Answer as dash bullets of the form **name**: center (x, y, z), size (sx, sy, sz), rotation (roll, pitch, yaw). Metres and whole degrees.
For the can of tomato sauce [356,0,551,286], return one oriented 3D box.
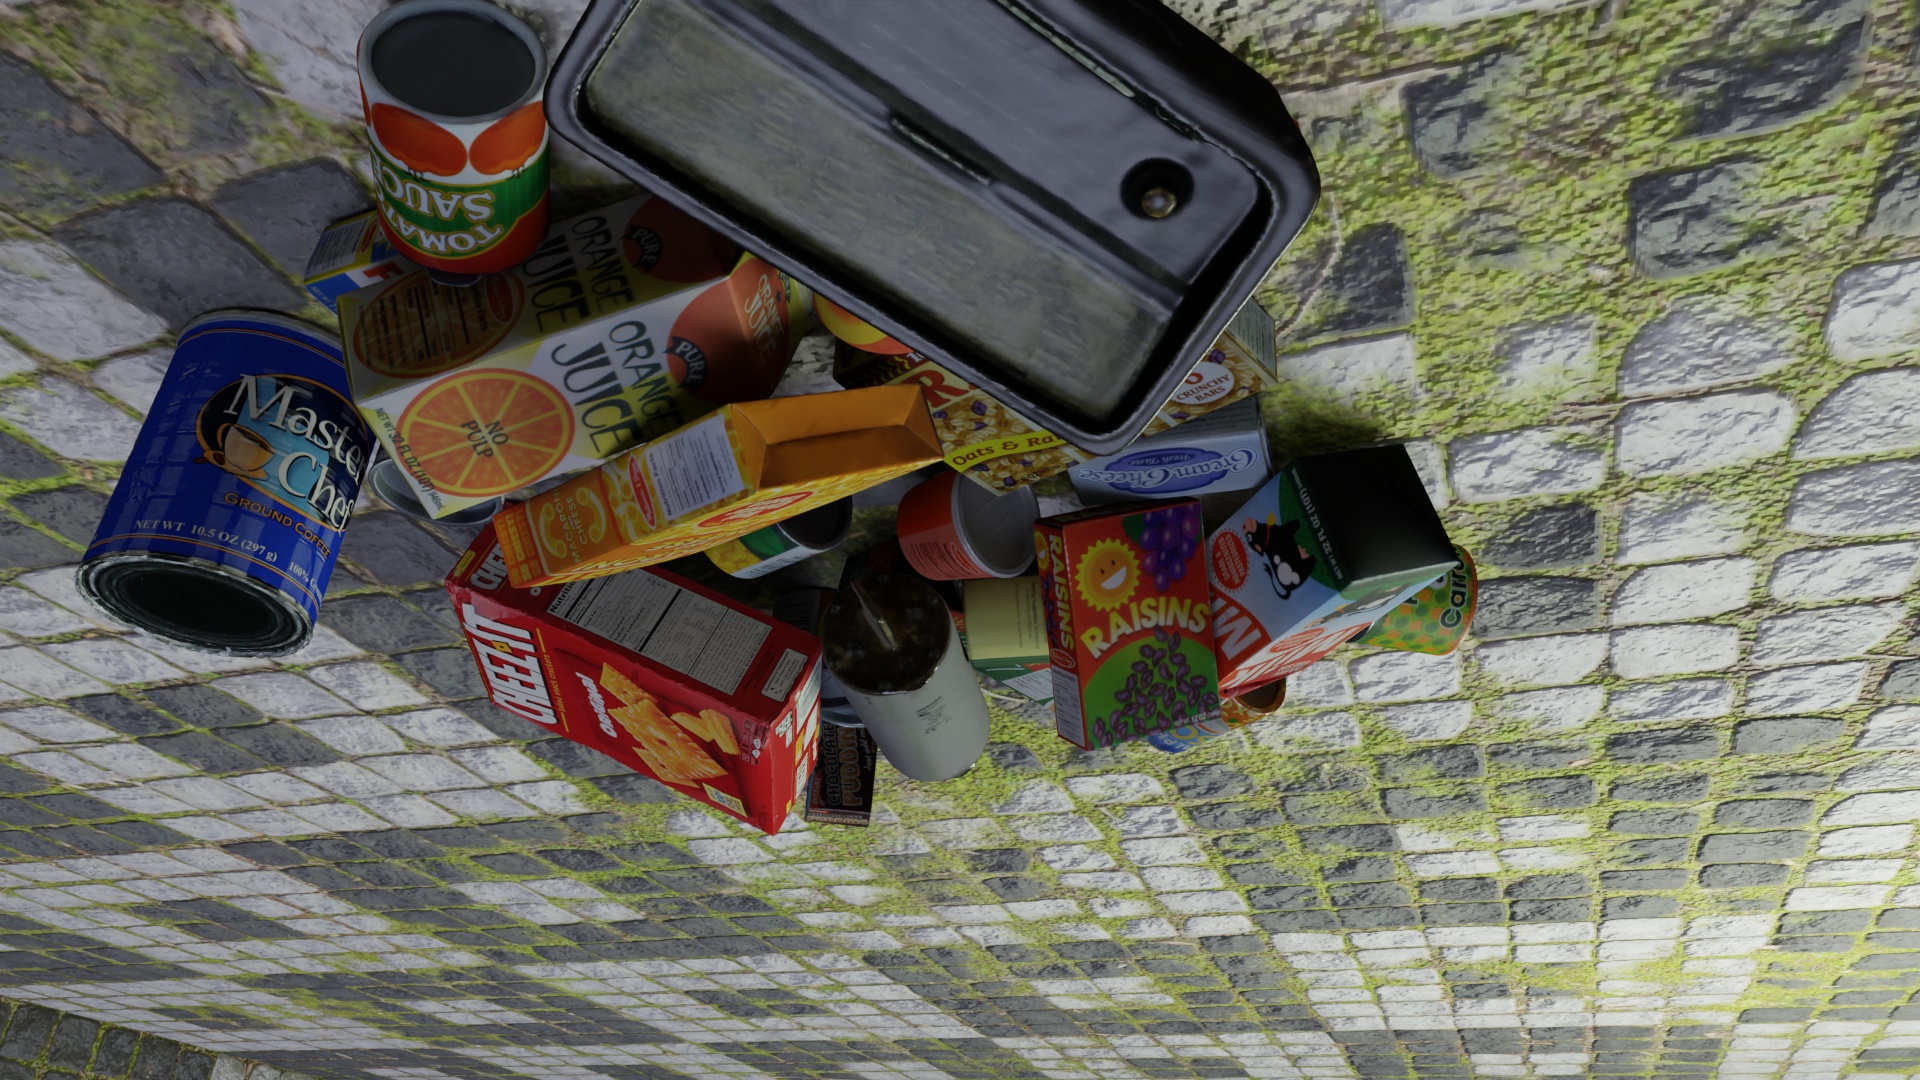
- **can of tomato sauce**: center (-0.190, -0.150, 0.525), size (0.071, 0.071, 0.082), rotation (10, 148, -11)

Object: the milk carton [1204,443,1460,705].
- **milk carton**: center (0.175, 0.027, 0.761), size (0.073, 0.072, 0.189), rotation (-8, 158, -26)

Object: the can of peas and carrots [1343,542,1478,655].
- **can of peas and carrots**: center (0.250, 0.028, 0.782), size (0.059, 0.071, 0.070), rotation (9, 149, -11)

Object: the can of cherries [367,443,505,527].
- **can of cherries**: center (-0.261, -0.049, 0.715), size (0.071, 0.058, 0.071), rotation (3, 149, 2)

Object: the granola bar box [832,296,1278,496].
- **granola bar box**: center (0.043, -0.086, 0.639), size (0.165, 0.039, 0.124), rotation (-21, 141, 35)

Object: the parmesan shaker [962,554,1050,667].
- **parmesan shaker**: center (0.055, 0.036, 0.814), size (0.103, 0.071, 0.071), rotation (-4, 148, 6)

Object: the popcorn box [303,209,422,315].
- **popcorn box**: center (-0.221, -0.102, 0.640), size (0.085, 0.038, 0.126), rotation (-12, 146, 21)

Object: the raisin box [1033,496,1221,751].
- **raisin box**: center (0.091, 0.042, 0.749), size (0.086, 0.123, 0.040), rotation (-11, -170, -20)

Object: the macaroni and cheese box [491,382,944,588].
- **macaroni and cheese box**: center (-0.110, -0.023, 0.627), size (0.166, 0.040, 0.124), rotation (-19, 177, 37)

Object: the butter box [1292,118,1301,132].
- **butter box**: center (0.075, -0.159, 0.527), size (0.103, 0.024, 0.053), rotation (22, 145, -28)

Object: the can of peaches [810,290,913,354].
- **can of peaches**: center (-0.026, -0.117, 0.565), size (0.071, 0.071, 0.057), rotation (7, 150, -5)

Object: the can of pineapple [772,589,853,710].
- **can of pineapple**: center (-0.091, 0.072, 0.900), size (0.071, 0.058, 0.070), rotation (3, 149, 2)

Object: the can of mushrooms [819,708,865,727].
- **can of mushrooms**: center (-0.077, 0.103, 0.976), size (0.071, 0.033, 0.070), rotation (2, 150, 1)

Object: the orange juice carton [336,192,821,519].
- **orange juice carton**: center (-0.148, -0.088, 0.582), size (0.193, 0.073, 0.071), rotation (-21, 142, -9)

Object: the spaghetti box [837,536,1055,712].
- **spaghetti box**: center (0.026, 0.065, 0.905), size (0.050, 0.029, 0.250), rotation (-22, 141, 36)

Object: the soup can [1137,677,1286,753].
- **soup can**: center (0.158, 0.097, 0.903), size (0.071, 0.071, 0.083), rotation (22, 144, -28)

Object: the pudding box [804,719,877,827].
- **pudding box**: center (-0.088, 0.169, 1.039), size (0.050, 0.084, 0.030), rotation (7, 146, -5)

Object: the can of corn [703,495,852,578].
- **can of corn**: center (-0.102, -0.020, 0.742), size (0.058, 0.071, 0.071), rotation (-21, 141, 36)

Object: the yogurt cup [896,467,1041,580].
- **yogurt cup**: center (0.003, -0.009, 0.750), size (0.054, 0.072, 0.072), rotation (-15, 145, 42)

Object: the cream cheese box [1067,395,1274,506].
- **cream cheese box**: center (0.106, -0.045, 0.715), size (0.104, 0.024, 0.053), rotation (-6, 150, 16)
